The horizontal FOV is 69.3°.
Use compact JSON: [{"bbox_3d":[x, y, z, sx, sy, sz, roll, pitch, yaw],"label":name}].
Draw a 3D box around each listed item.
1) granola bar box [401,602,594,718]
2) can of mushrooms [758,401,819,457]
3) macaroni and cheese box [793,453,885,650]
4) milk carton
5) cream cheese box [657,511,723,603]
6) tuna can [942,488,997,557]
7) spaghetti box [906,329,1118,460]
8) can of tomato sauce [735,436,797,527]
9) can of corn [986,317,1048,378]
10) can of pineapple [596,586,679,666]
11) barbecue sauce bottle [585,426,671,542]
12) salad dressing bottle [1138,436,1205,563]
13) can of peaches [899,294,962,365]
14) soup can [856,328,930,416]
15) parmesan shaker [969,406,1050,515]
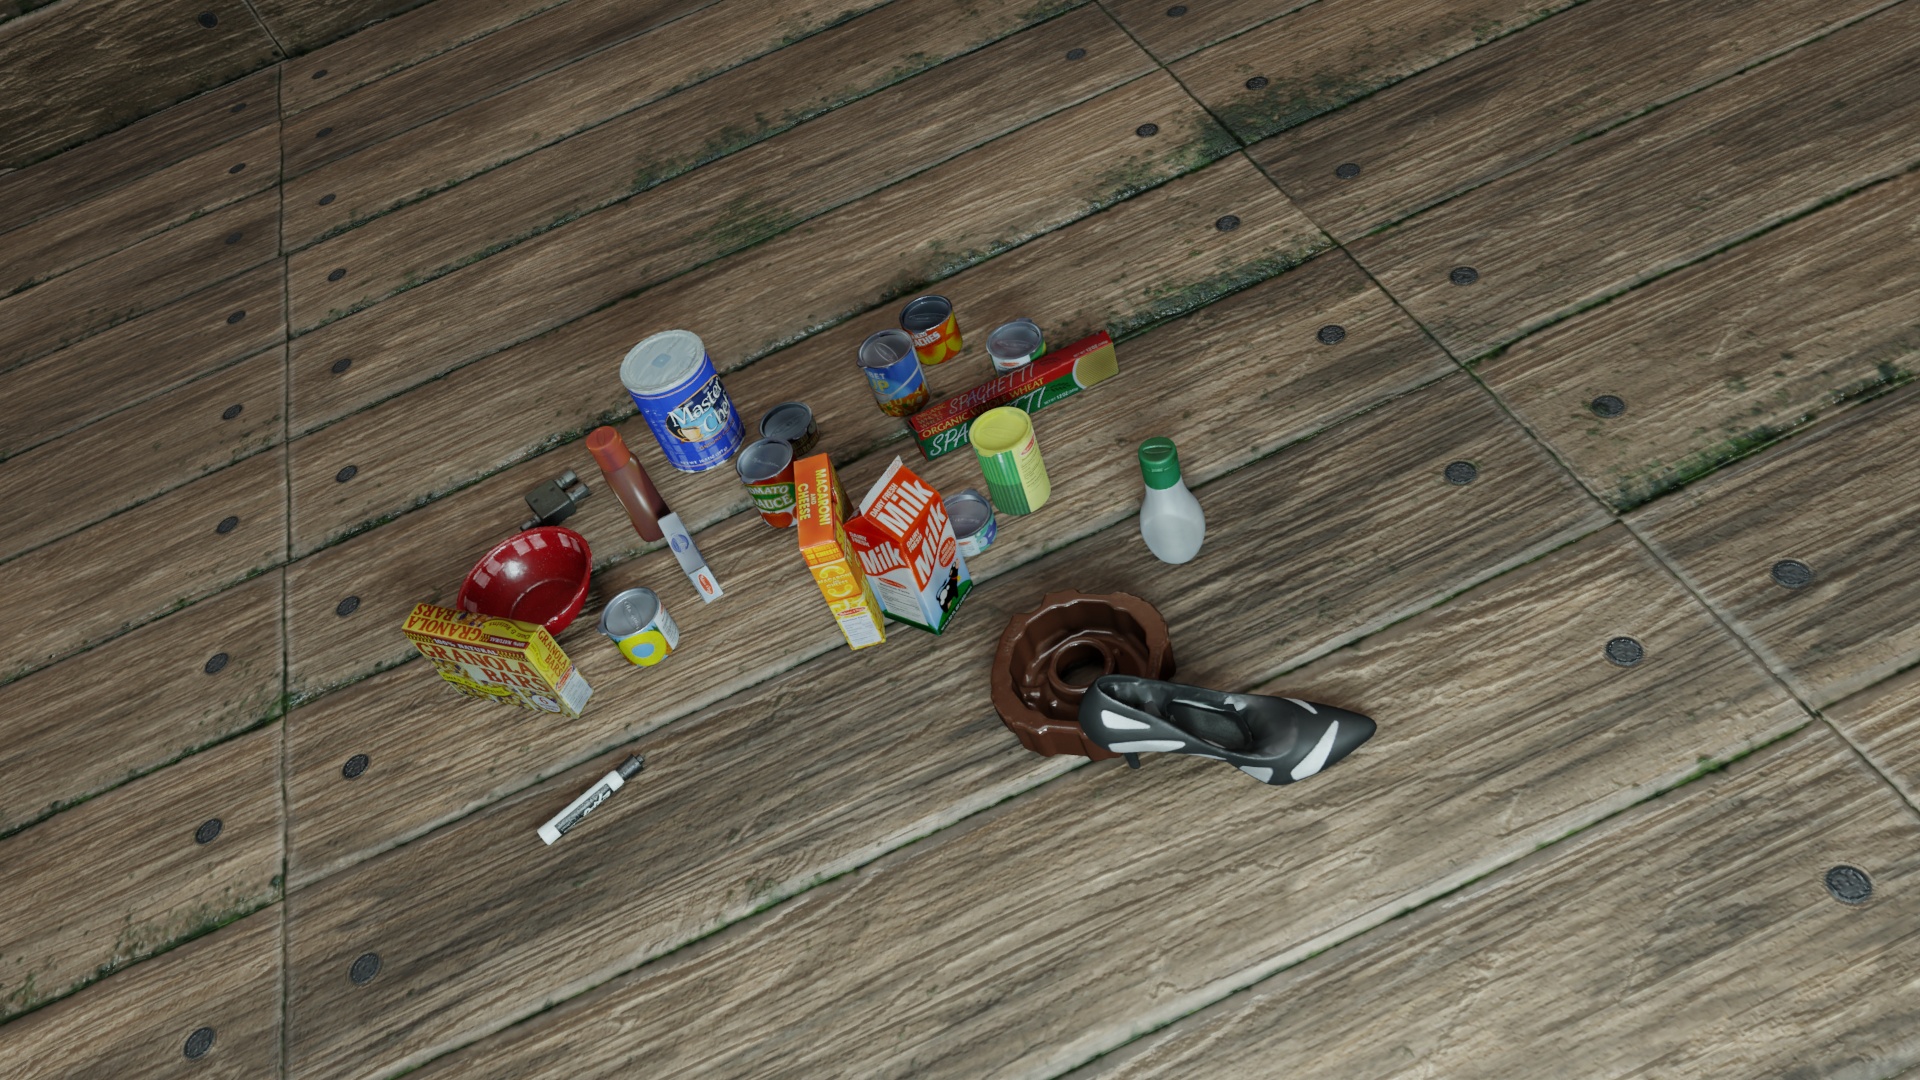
[{"bbox_3d":[-0.484,0.127,1.454,0.165,0.123,0.039,7,53,24],"label":"granola bar box"},{"bbox_3d":[-0.202,-0.130,1.649,0.071,0.033,0.071,-9,48,10],"label":"can of mushrooms"},{"bbox_3d":[-0.121,0.012,1.408,0.040,0.165,0.124,-15,47,5],"label":"macaroni and cheese box"},{"bbox_3d":[-0.054,0.004,1.377,0.073,0.189,0.073,17,57,30],"label":"milk carton"},{"bbox_3d":[-0.299,0.019,1.537,0.024,0.053,0.104,-30,48,-9],"label":"cream cheese box"},{"bbox_3d":[0.005,-0.019,1.484,0.071,0.032,0.071,-9,48,10],"label":"tuna can"},{"bbox_3d":[0.062,-0.165,1.583,0.250,0.050,0.029,-25,47,-4],"label":"spaghetti box"},{"bbox_3d":[-0.207,-0.063,1.558,0.071,0.082,0.071,-9,48,11],"label":"can of tomato sauce"},{"bbox_3d":[0.070,-0.215,1.618,0.071,0.058,0.071,-9,48,10],"label":"can of corn"},{"bbox_3d":[-0.343,0.093,1.483,0.071,0.057,0.071,-9,48,10],"label":"can of pineapple"},{"bbox_3d":[-0.375,-0.066,1.571,0.044,0.147,0.065,-23,47,-2],"label":"barbecue sauce bottle"},{"bbox_3d":[0.203,-0.039,1.360,0.064,0.147,0.044,-3,50,16],"label":"salad dressing bottle"},{"bbox_3d":[-0.036,-0.254,1.687,0.071,0.057,0.071,-9,48,10],"label":"can of peaches"},{"bbox_3d":[-0.080,-0.195,1.632,0.071,0.083,0.072,-9,48,11],"label":"soup can"},{"bbox_3d":[0.052,-0.081,1.476,0.071,0.102,0.072,-9,48,11],"label":"parmesan shaker"}]
